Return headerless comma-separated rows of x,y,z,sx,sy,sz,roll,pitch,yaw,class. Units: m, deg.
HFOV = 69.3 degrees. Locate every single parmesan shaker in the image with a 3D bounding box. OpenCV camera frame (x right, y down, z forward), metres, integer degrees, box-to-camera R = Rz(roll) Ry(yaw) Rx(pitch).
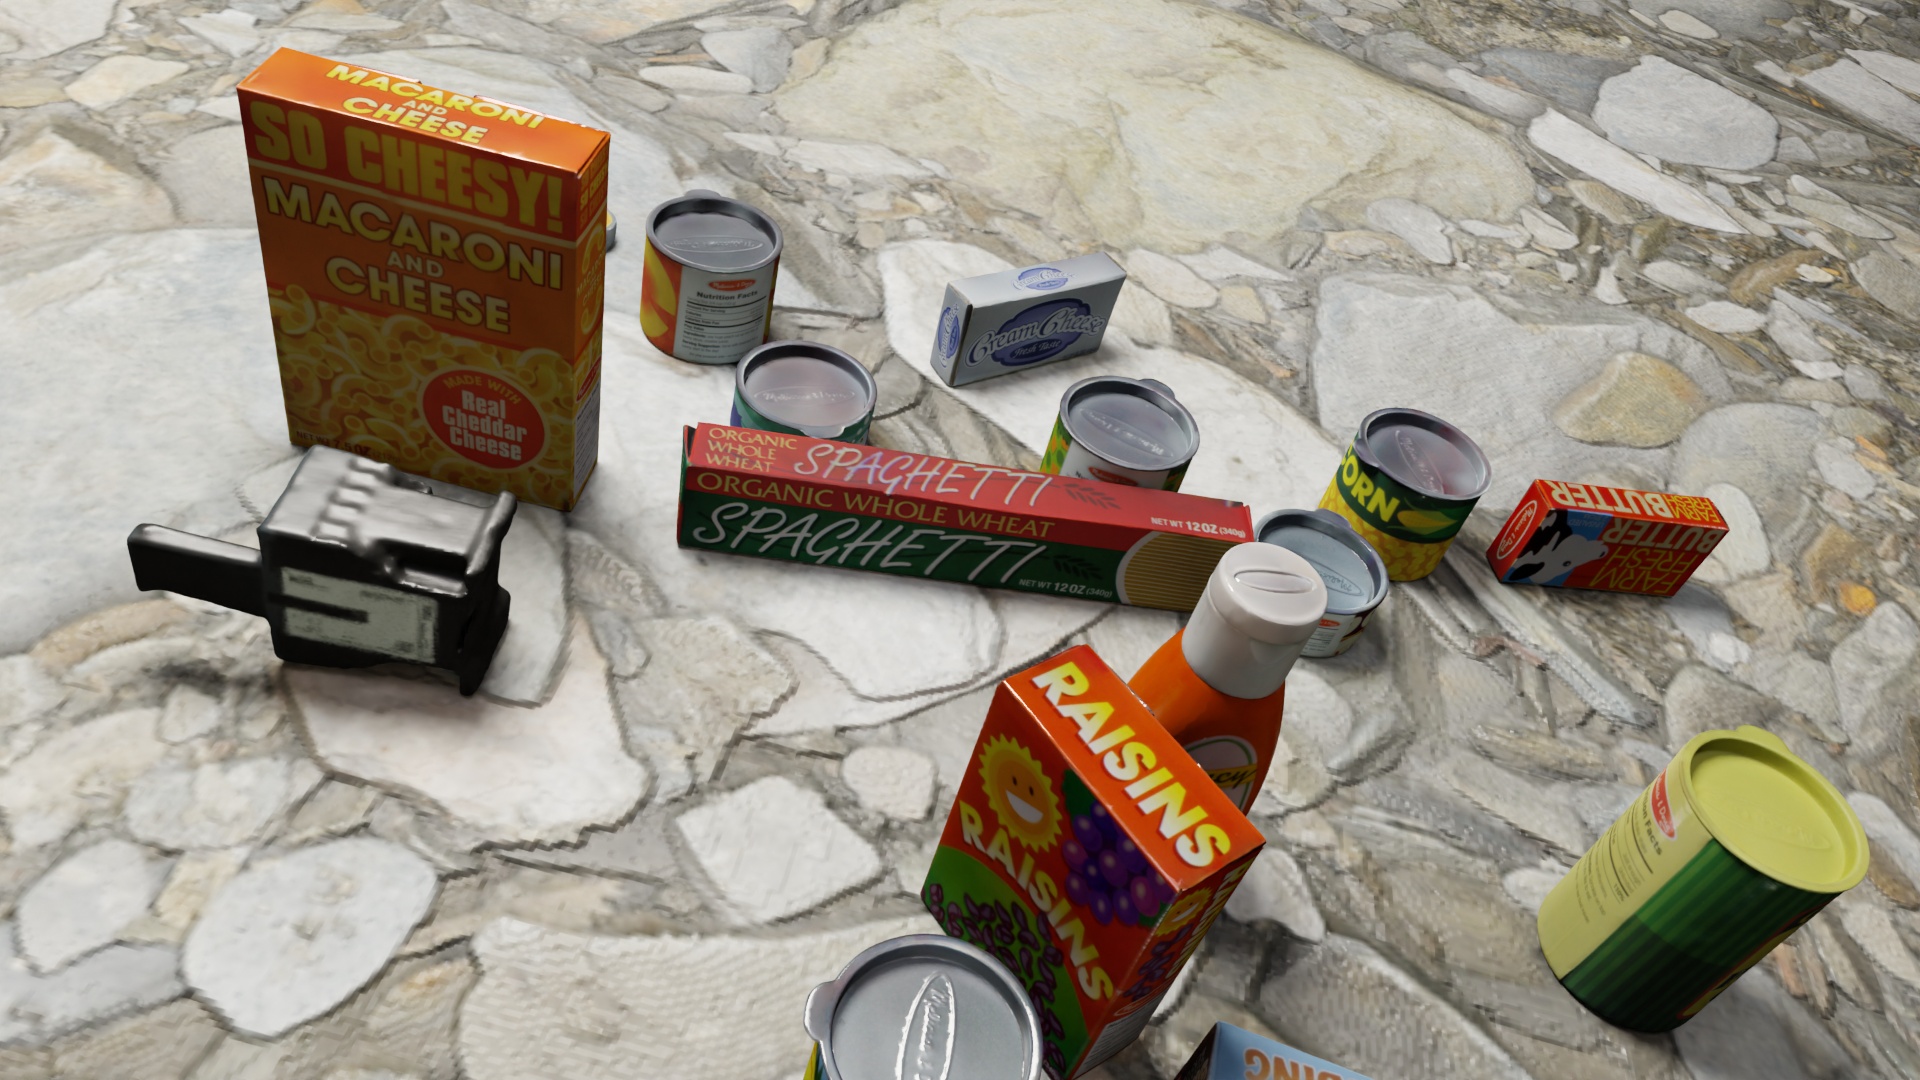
0.269,0.125,0.512,0.071,0.102,0.072,9,43,-8,parmesan shaker

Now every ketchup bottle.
0.083,0.064,0.485,0.065,0.148,0.044,5,44,-12,ketchup bottle

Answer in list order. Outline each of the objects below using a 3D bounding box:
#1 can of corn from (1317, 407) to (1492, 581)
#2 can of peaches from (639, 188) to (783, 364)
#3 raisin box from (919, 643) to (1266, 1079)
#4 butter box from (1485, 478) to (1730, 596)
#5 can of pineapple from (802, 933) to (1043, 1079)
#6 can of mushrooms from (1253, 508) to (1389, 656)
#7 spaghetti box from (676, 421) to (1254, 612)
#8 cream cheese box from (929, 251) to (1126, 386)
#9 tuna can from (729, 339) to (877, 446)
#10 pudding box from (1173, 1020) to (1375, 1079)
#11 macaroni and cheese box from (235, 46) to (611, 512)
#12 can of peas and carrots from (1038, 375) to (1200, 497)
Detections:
0.214,-0.022,0.682,0.071,0.058,0.071,9,43,-8,can of corn
-0.125,-0.131,0.690,0.071,0.057,0.071,9,43,-8,can of peaches
0.037,0.106,0.446,0.040,0.122,0.086,-19,53,-33,raisin box
0.324,0.000,0.697,0.103,0.052,0.024,5,44,-12,butter box
-0.015,0.162,0.419,0.071,0.057,0.071,9,43,-8,can of pineapple
0.161,0.018,0.641,0.071,0.033,0.071,9,43,-8,can of mushrooms
0.002,-0.008,0.607,0.250,0.049,0.029,8,43,-10,spaghetti box
0.036,-0.116,0.728,0.104,0.053,0.024,-17,52,-31,cream cheese box
-0.073,-0.060,0.650,0.071,0.032,0.071,9,43,-8,tuna can
0.109,0.188,0.436,0.084,0.049,0.030,20,43,3,pudding box
-0.206,-0.097,0.549,0.124,0.165,0.040,14,43,-3,macaroni and cheese box
0.072,-0.036,0.651,0.071,0.058,0.071,9,43,-8,can of peas and carrots
